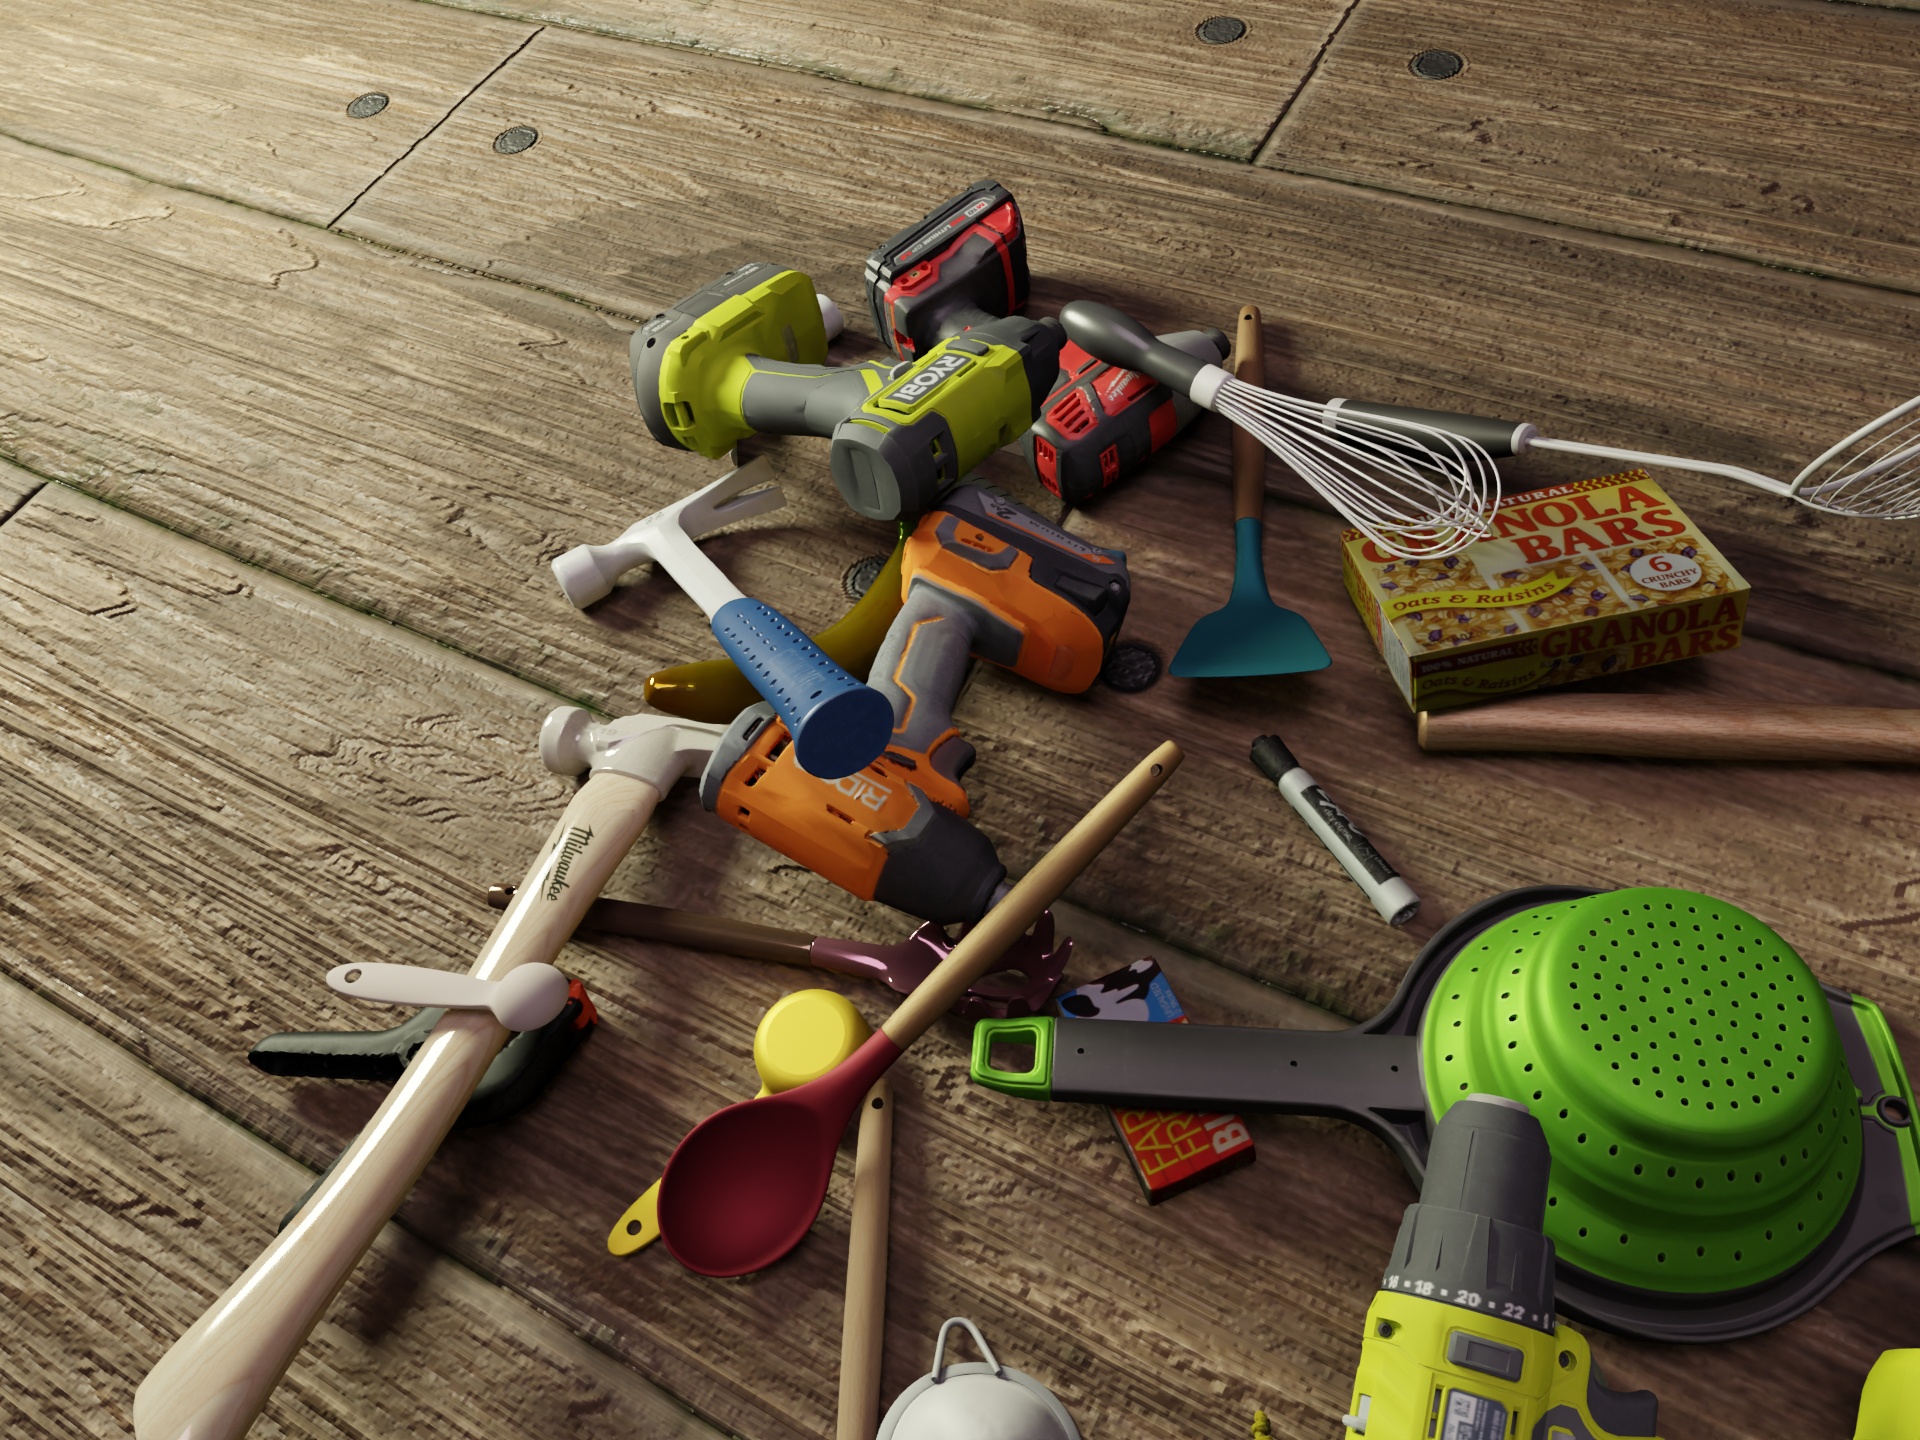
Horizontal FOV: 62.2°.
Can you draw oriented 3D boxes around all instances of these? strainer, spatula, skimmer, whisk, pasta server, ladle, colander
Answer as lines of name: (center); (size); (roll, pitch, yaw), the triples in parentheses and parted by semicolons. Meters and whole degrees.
strainer: (0.017, 0.350, 0.592); (0.087, 0.050, 0.259); (-3, 56, -9)
spatula: (0.166, -0.138, 0.909); (0.082, 0.044, 0.318); (-3, 53, 14)
skimmer: (0.354, -0.166, 0.817); (0.363, 0.090, 0.127); (18, 18, 41)
whisk: (0.163, -0.166, 0.861); (0.285, 0.070, 0.070); (35, 68, 29)
pasta server: (-0.098, 0.105, 0.790); (0.316, 0.040, 0.060); (7, 45, 17)
ladle: (-0.013, 0.123, 0.713); (0.069, 0.031, 0.315); (45, 88, -2)
colander: (0.200, 0.133, 0.654); (0.397, 0.094, 0.205); (2, 53, 6)

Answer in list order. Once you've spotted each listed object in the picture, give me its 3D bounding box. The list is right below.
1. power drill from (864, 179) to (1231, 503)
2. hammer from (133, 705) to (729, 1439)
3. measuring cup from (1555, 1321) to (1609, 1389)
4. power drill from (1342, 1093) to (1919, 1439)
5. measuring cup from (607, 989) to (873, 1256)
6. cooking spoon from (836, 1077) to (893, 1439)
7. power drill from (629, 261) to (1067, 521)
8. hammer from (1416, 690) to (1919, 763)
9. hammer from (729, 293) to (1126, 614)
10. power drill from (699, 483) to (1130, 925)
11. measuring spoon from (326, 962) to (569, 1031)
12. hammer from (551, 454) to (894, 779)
power drill: (0.054, -0.237, 0.985); (0.143, 0.078, 0.220); (-38, 60, -14)
hammer: (-0.219, 0.146, 0.734); (0.146, 0.038, 0.411); (8, 46, 20)
measuring cup: (0.206, 0.301, 0.588); (0.083, 0.038, 0.168); (1, 53, 12)
power drill: (0.250, 0.248, 0.548); (0.228, 0.080, 0.191); (15, 71, 5)
measuring cup: (-0.105, 0.186, 0.737); (0.156, 0.029, 0.062); (-42, 58, -20)
cooking spoon: (-0.042, 0.299, 0.651); (0.069, 0.017, 0.319); (2, 55, 1)
power drill: (-0.062, -0.195, 0.903); (0.223, 0.080, 0.171); (20, 48, 34)
hammer: (0.394, 0.003, 0.771); (0.331, 0.031, 0.130); (3, 56, 13)
hammer: (-0.027, -0.156, 0.966); (0.128, 0.033, 0.331); (-42, 58, -19)
power drill: (-0.001, -0.003, 0.798); (0.164, 0.084, 0.226); (29, 56, 11)
measuring spoon: (-0.238, 0.119, 0.727); (0.124, 0.018, 0.034); (3, 45, 15)
hammer: (-0.111, -0.059, 0.799); (0.144, 0.035, 0.406); (-30, 26, -10)
